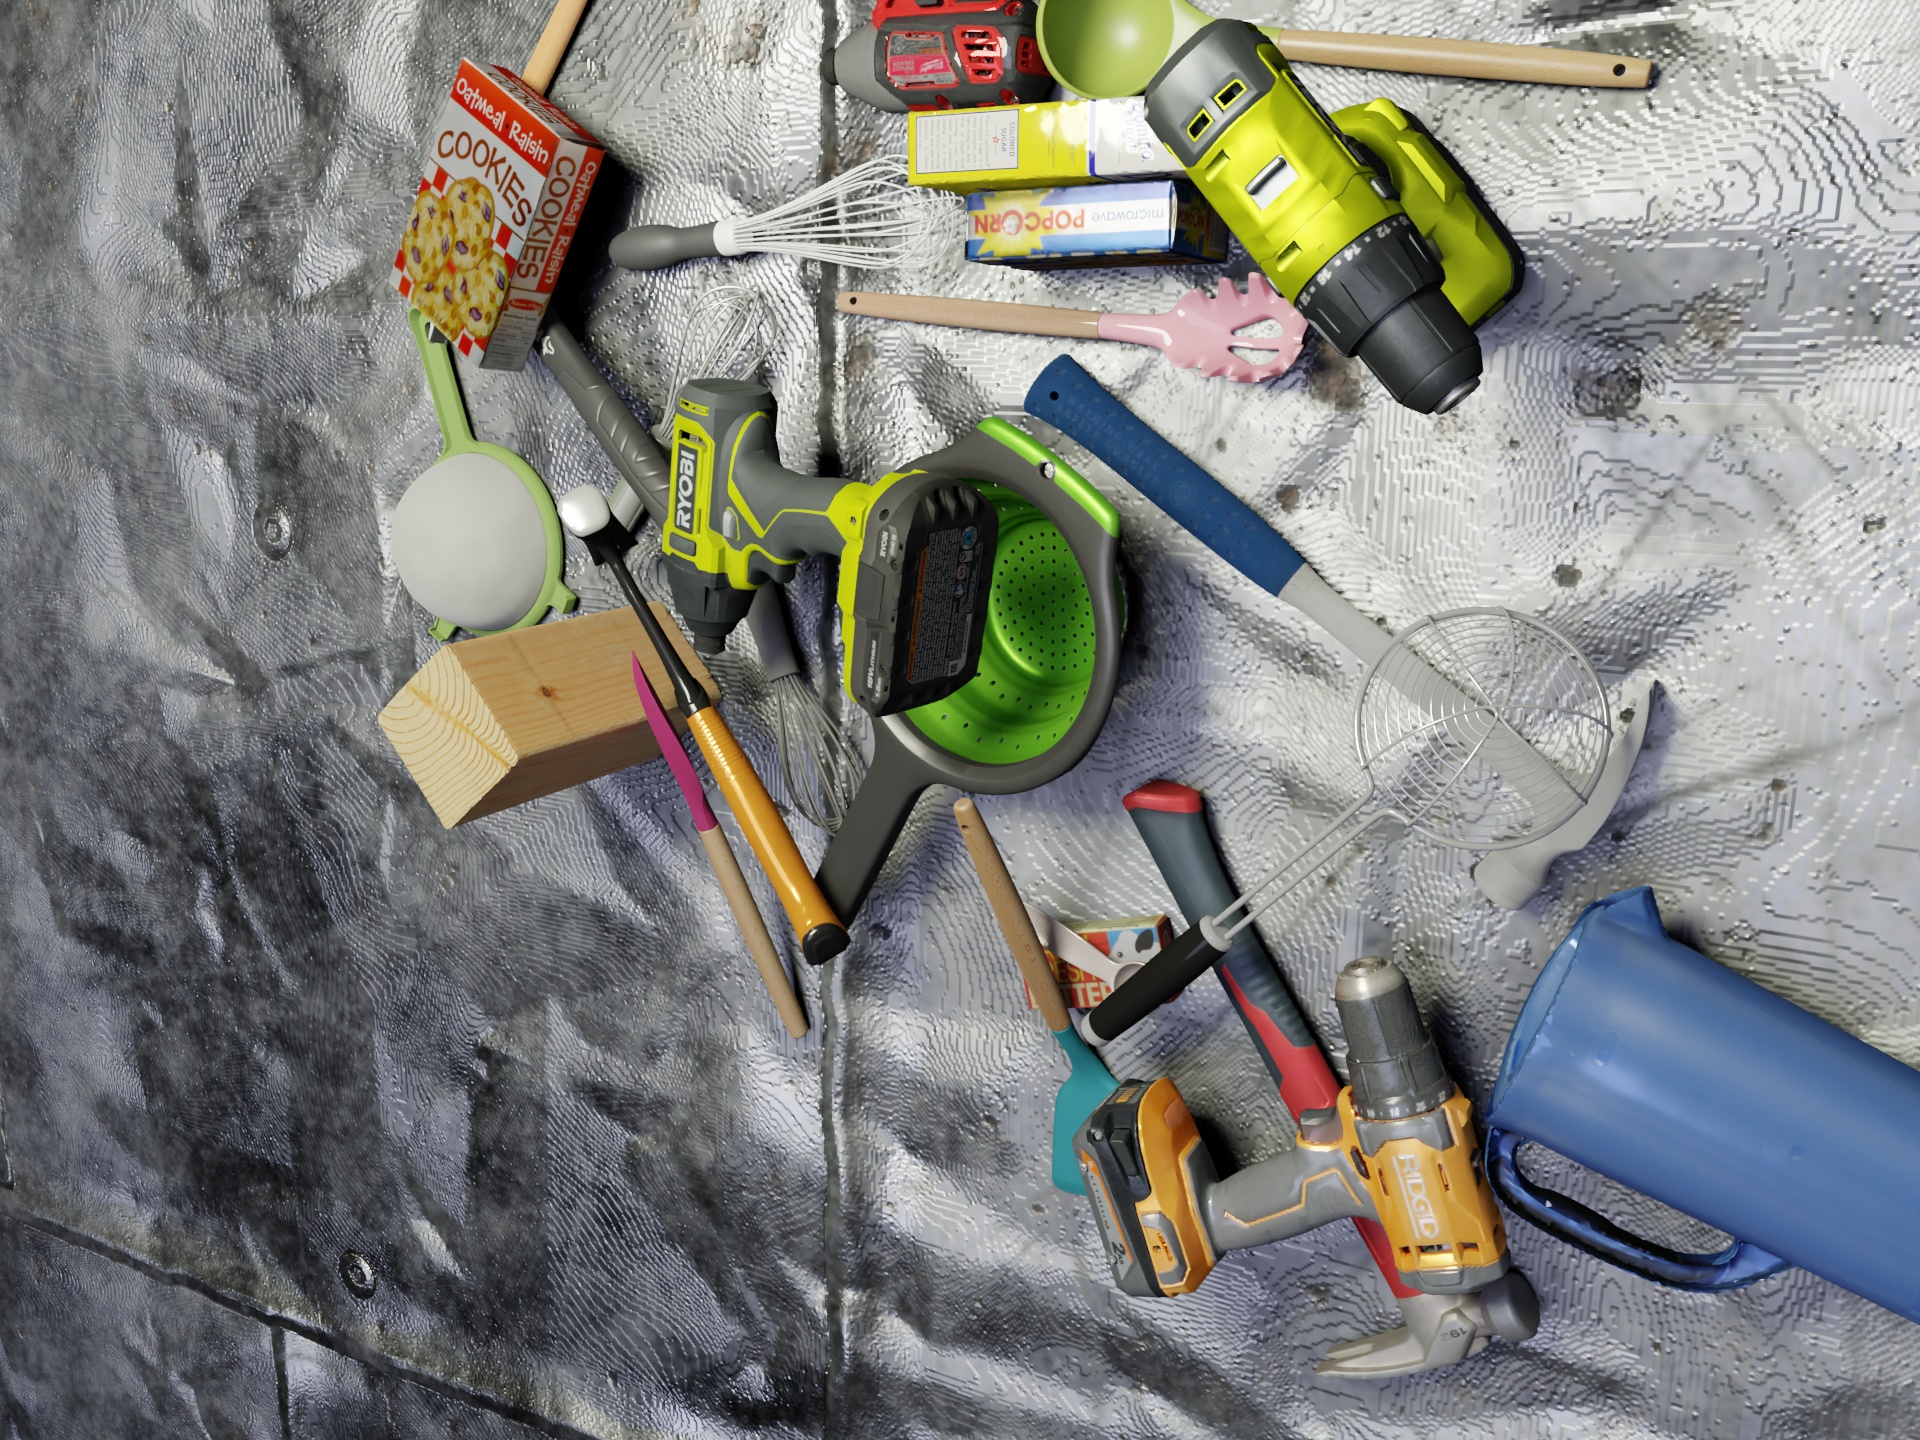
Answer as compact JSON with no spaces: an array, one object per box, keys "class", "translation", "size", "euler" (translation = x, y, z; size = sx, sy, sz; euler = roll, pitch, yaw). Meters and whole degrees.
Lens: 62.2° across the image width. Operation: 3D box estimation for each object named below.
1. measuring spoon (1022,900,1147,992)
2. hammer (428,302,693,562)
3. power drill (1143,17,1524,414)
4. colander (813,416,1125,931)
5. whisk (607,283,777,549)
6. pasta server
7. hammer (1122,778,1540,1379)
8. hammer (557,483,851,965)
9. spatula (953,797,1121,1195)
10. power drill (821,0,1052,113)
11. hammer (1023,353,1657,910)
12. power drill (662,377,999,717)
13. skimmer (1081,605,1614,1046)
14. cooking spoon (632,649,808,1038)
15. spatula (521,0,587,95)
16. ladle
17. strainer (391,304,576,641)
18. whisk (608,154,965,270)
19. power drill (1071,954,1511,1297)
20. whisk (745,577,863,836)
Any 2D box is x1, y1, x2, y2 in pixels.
[{"class":"measuring spoon","translation":[0.078,0.145,1.006],"size":[0.124,0.018,0.034],"euler":[30,111,28]},{"class":"hammer","translation":[-0.262,-0.228,1.090],"size":[0.335,0.035,0.146],"euler":[53,122,22]},{"class":"power drill","translation":[0.195,-0.229,0.754],"size":[0.080,0.228,0.190],"euler":[-40,81,30]},{"class":"colander","translation":[-0.002,-0.003,1.000],"size":[0.205,0.094,0.397],"euler":[42,125,22]},{"class":"whisk","translation":[-0.197,-0.199,1.090],"size":[0.057,0.059,0.246],"euler":[23,127,-25]},{"class":"pasta server","translation":[0.057,-0.239,0.942],"size":[0.316,0.040,0.060],"euler":[13,92,28]},{"class":"hammer","translation":[0.193,0.216,0.972],"size":[0.143,0.038,0.386],"euler":[-31,86,33]},{"class":"hammer","translation":[-0.164,0.007,1.041],"size":[0.034,0.127,0.337],"euler":[-29,84,-6]},{"class":"spatula","translation":[0.053,0.180,0.999],"size":[0.082,0.044,0.317],"euler":[-3,125,32]},{"class":"power drill","translation":[-0.018,-0.463,0.912],"size":[0.143,0.078,0.219],"euler":[9,109,28]},{"class":"hammer","translation":[0.200,-0.077,0.900],"size":[0.406,0.035,0.144],"euler":[42,118,15]},{"class":"power drill","translation":[-0.090,-0.093,0.937],"size":[0.223,0.080,0.171],"euler":[26,118,37]},{"class":"skimmer","translation":[0.197,0.080,0.895],"size":[0.127,0.090,0.363],"euler":[53,129,13]},{"class":"cooking spoon","translation":[-0.165,0.094,1.095],"size":[0.017,0.069,0.318],"euler":[-24,116,-9]},{"class":"spatula","translation":[-0.272,-0.475,1.070],"size":[0.081,0.041,0.322],"euler":[45,120,12]},{"class":"ladle","translation":[0.190,-0.353,0.831],"size":[0.320,0.062,0.078],"euler":[15,111,23]},{"class":"strainer","translation":[-0.387,-0.182,1.184],"size":[0.151,0.069,0.256],"euler":[-8,99,31]},{"class":"whisk","translation":[-0.120,-0.313,1.018],"size":[0.285,0.070,0.070],"euler":[5,104,34]},{"class":"power drill","translation":[0.182,0.239,0.917],"size":[0.226,0.084,0.185],"euler":[-15,94,29]},{"class":"whisk","translation":[-0.118,-0.032,1.087],"size":[0.055,0.055,0.239],"euler":[-22,86,31]}]
